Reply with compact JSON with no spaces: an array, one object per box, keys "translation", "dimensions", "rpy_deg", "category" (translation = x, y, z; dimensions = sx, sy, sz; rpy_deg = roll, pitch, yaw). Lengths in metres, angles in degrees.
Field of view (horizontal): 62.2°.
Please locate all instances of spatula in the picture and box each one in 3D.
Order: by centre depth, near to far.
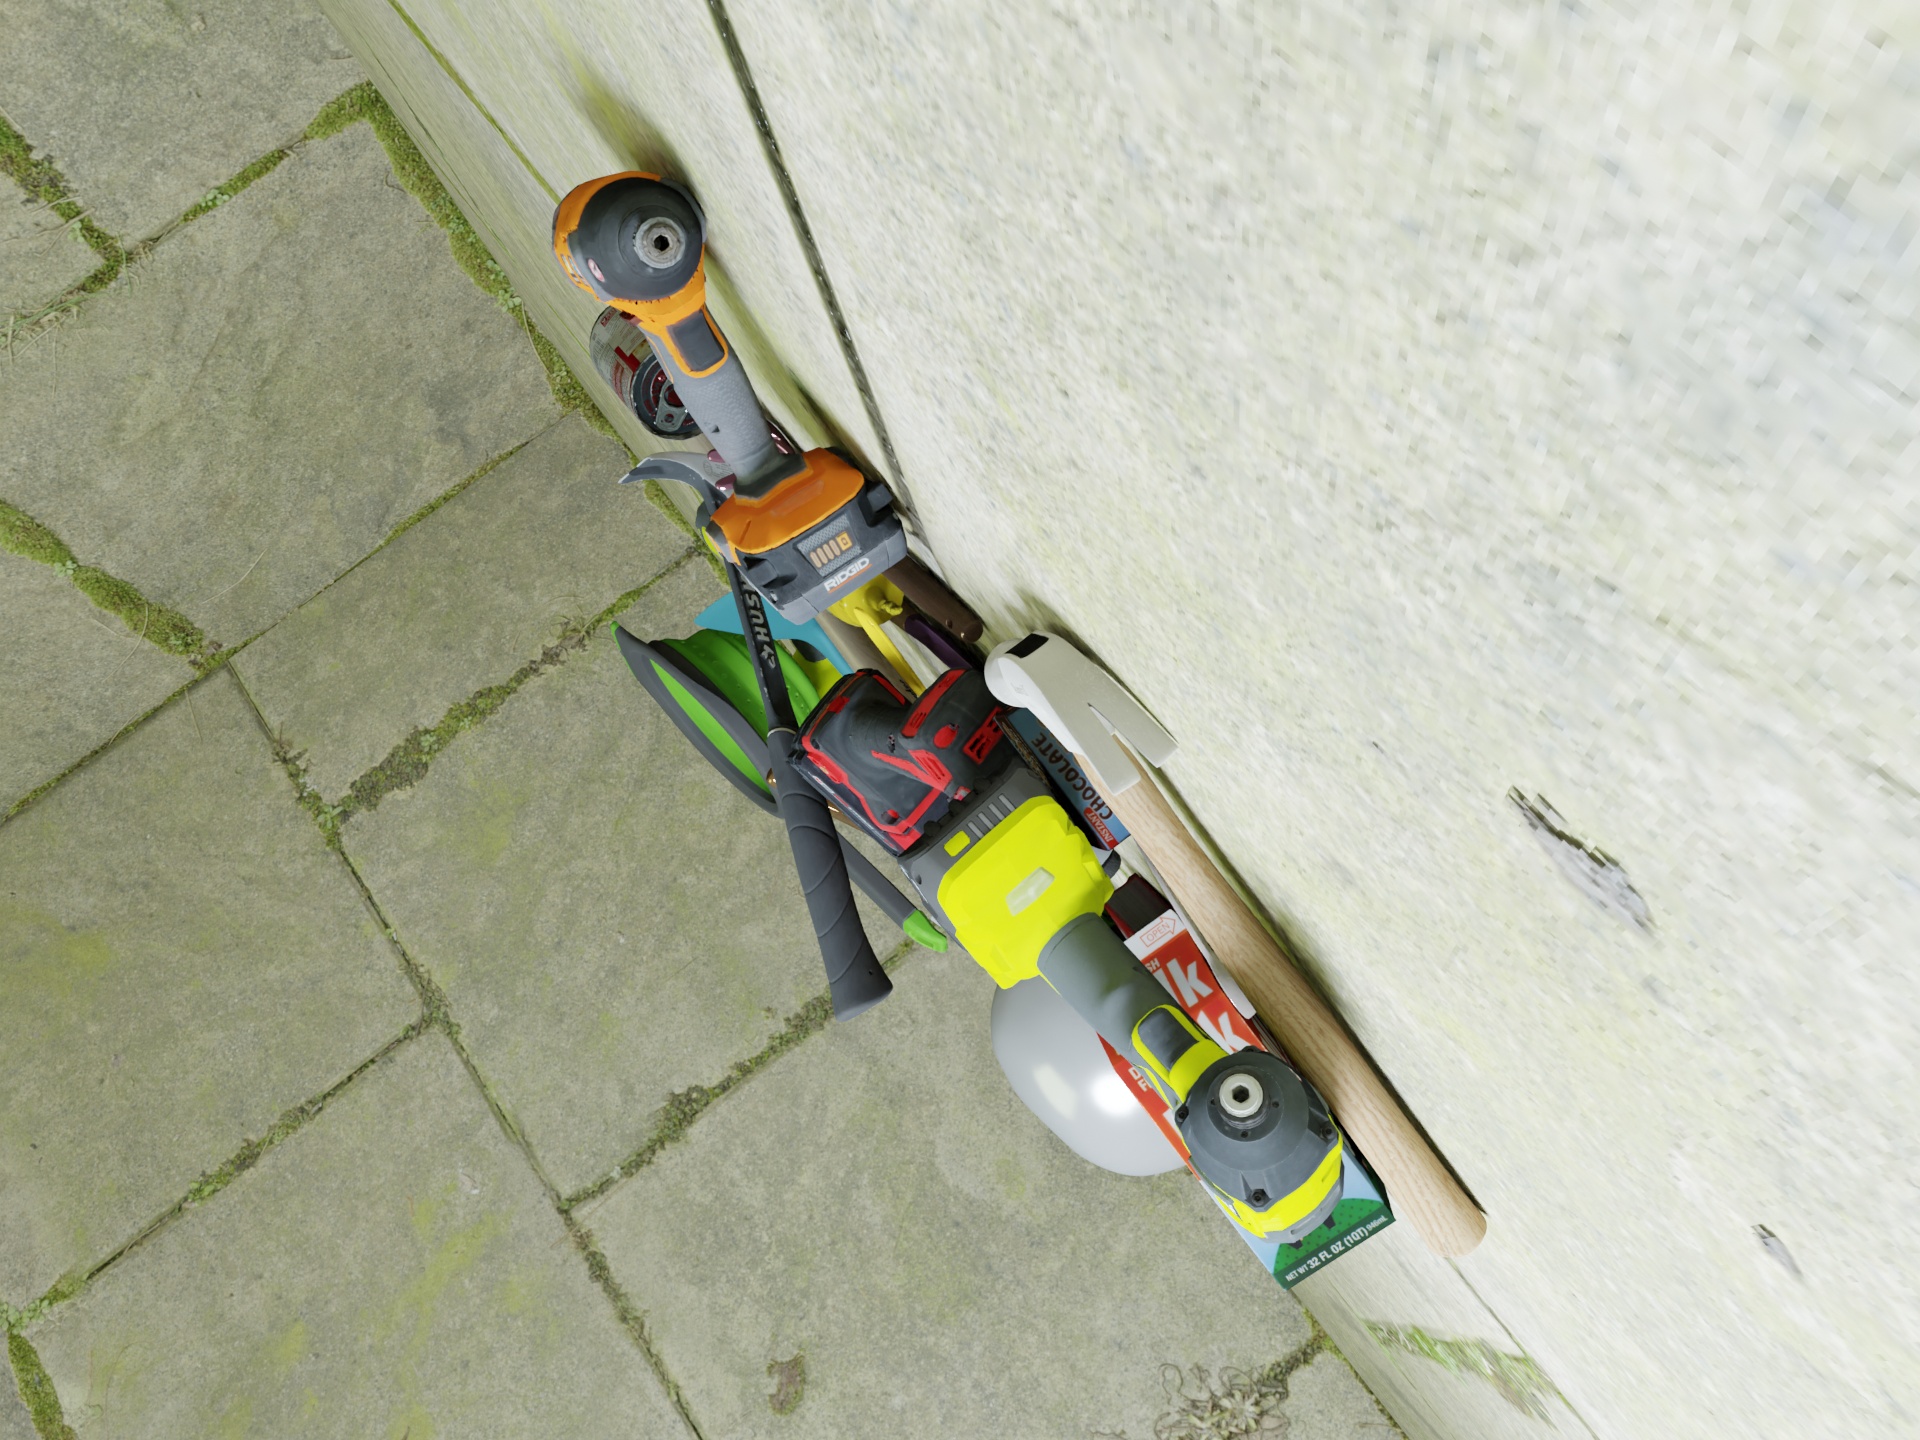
[{"translation":[-0.041,-0.072,1.035],"dimensions":[0.059,0.018,0.316],"rpy_deg":[46,178,-30],"category":"spatula"},{"translation":[-0.069,-0.008,1.280],"dimensions":[0.317,0.044,0.082],"rpy_deg":[42,139,-21],"category":"spatula"}]

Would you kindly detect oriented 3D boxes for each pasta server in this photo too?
[{"translation":[-0.075,-0.116,0.938],"dimensions":[0.317,0.040,0.060],"rpy_deg":[44,138,49],"category":"pasta server"}]

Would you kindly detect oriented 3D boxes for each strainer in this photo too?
[{"translation":[0.120,0.266,1.051],"dimensions":[0.210,0.095,0.341],"rpy_deg":[45,175,-32],"category":"strainer"}]

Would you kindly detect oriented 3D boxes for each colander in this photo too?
[{"translation":[-0.129,0.034,1.349],"dimensions":[0.397,0.094,0.204],"rpy_deg":[42,164,17],"category":"colander"}]

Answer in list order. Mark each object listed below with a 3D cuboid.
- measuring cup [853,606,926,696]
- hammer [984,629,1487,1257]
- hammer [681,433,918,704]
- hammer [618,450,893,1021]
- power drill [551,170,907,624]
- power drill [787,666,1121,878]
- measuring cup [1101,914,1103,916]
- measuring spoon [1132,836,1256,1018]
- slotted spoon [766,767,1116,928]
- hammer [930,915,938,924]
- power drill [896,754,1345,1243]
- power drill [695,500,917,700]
[{"translation":[-0.016,-0.028,0.968],"dimensions":[0.062,0.029,0.156],"rpy_deg":[29,164,45],"category":"measuring cup"},{"translation":[0.124,0.099,0.682],"dimensions":[0.331,0.031,0.130],"rpy_deg":[53,175,-7],"category":"hammer"},{"translation":[-0.095,-0.078,1.167],"dimensions":[0.411,0.038,0.146],"rpy_deg":[53,-174,19],"category":"hammer"},{"translation":[-0.118,-0.004,1.021],"dimensions":[0.149,0.036,0.409],"rpy_deg":[13,-128,-50],"category":"hammer"},{"translation":[-0.117,-0.163,0.786],"dimensions":[0.226,0.084,0.164],"rpy_deg":[59,172,-24],"category":"power drill"},{"translation":[-0.002,0.033,0.908],"dimensions":[0.143,0.078,0.220],"rpy_deg":[44,164,-20],"category":"power drill"},{"translation":[0.083,0.145,1.188],"dimensions":[0.167,0.038,0.083],"rpy_deg":[49,-175,-13],"category":"measuring cup"},{"translation":[0.118,0.093,0.805],"dimensions":[0.124,0.018,0.034],"rpy_deg":[59,-169,7],"category":"measuring spoon"},{"translation":[0.006,0.102,1.093],"dimensions":[0.313,0.031,0.070],"rpy_deg":[27,-153,-20],"category":"slotted spoon"},{"translation":[-0.018,0.098,1.326],"dimensions":[0.146,0.035,0.335],"rpy_deg":[33,-168,-38],"category":"hammer"},{"translation":[0.076,0.124,0.706],"dimensions":[0.223,0.080,0.171],"rpy_deg":[45,173,30],"category":"power drill"},{"translation":[-0.125,-0.085,1.368],"dimensions":[0.191,0.080,0.228],"rpy_deg":[40,165,46],"category":"power drill"}]
